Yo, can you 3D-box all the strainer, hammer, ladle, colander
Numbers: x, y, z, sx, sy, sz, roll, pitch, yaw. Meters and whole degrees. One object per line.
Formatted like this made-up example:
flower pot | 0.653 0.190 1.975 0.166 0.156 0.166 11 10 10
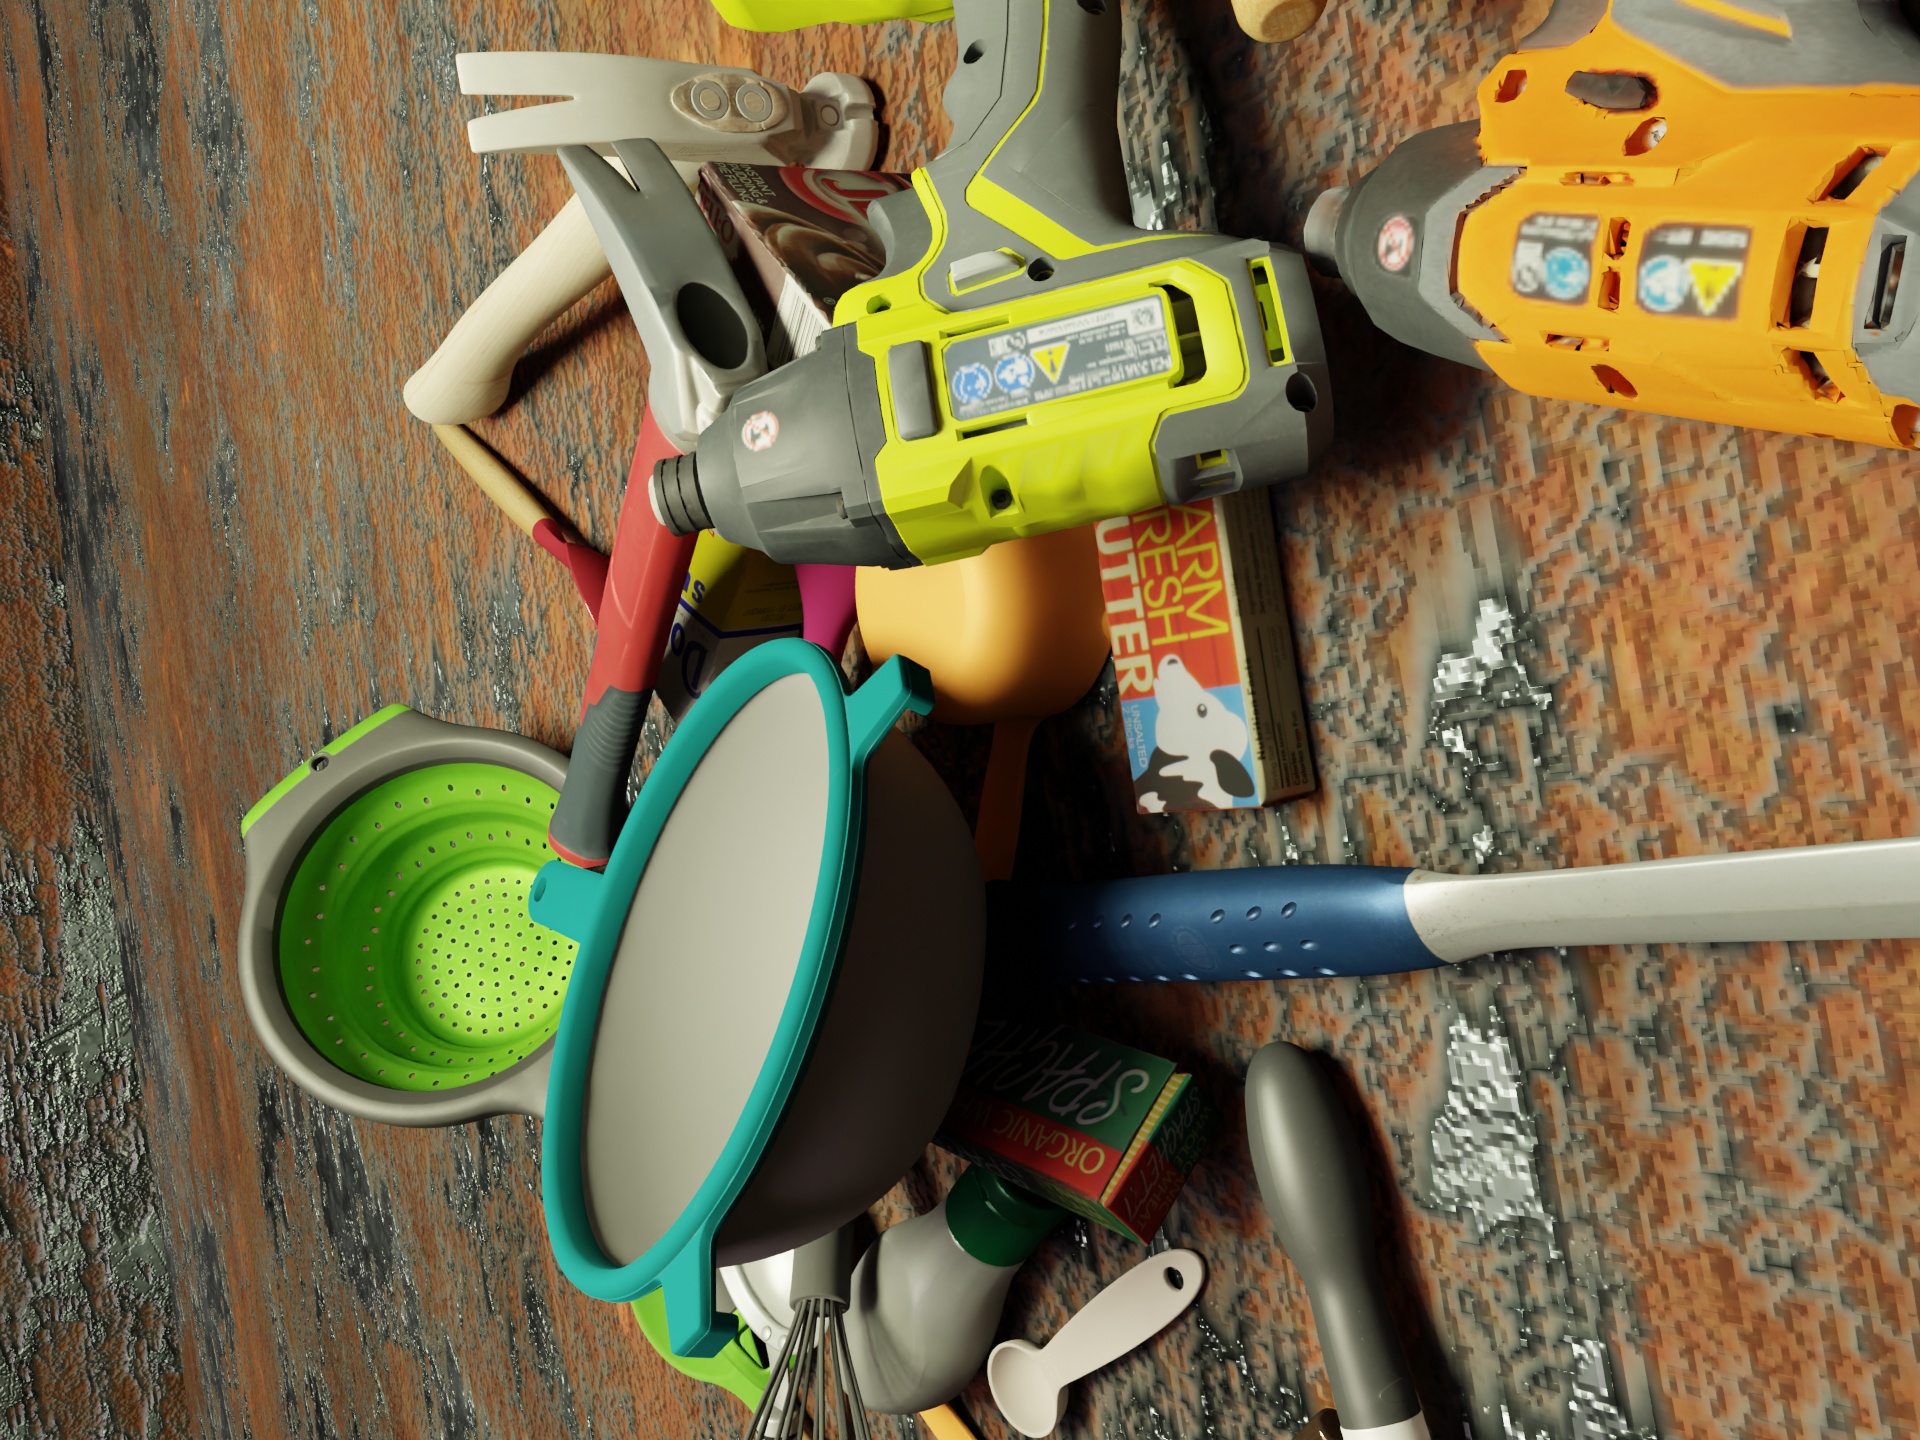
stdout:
strainer | -0.078 0.293 0.686 0.087 0.050 0.258 6 95 47
hammer | 0.117 0.040 0.371 0.144 0.035 0.405 54 150 -12
ladle | -0.229 -0.108 0.842 0.316 0.031 0.069 40 162 46
hammer | -0.137 -0.044 0.633 0.143 0.038 0.386 64 152 17
colander | -0.206 0.170 0.811 0.397 0.204 0.094 47 168 18
strainer | -0.081 0.087 0.577 0.340 0.095 0.211 -1 69 64
hammer | -0.195 -0.193 0.706 0.411 0.146 0.038 -8 91 58

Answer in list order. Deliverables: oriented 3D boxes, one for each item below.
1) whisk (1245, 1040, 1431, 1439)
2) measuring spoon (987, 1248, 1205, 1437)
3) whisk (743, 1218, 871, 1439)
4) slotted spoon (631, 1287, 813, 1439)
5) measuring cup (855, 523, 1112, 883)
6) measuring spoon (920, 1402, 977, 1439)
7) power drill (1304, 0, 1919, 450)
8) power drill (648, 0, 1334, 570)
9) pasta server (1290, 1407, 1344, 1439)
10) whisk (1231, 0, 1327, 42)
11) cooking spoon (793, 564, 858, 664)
whisk | 0.124 0.225 0.419 0.070 0.070 0.285 -33 65 51
measuring spoon | 0.050 0.211 0.548 0.034 0.018 0.124 56 130 22
whisk | -0.053 0.212 0.584 0.055 0.055 0.239 124 156 -43
slotted spoon | -0.062 0.343 0.709 0.314 0.031 0.070 40 111 40
measuring cup | -0.001 -0.002 0.536 0.095 0.052 0.173 26 115 48
measuring spoon | -0.011 0.271 0.644 0.117 0.011 0.021 42 132 37
power drill | 0.137 -0.173 0.299 0.164 0.084 0.226 25 120 51
power drill | -0.009 -0.153 0.422 0.171 0.080 0.223 -11 75 9
pasta server | 0.049 0.331 0.534 0.060 0.040 0.316 36 122 19
whisk | 0.055 -0.270 0.390 0.051 0.047 0.245 129 134 -62
cooking spoon | -0.058 -0.001 0.626 0.069 0.017 0.318 17 123 7
